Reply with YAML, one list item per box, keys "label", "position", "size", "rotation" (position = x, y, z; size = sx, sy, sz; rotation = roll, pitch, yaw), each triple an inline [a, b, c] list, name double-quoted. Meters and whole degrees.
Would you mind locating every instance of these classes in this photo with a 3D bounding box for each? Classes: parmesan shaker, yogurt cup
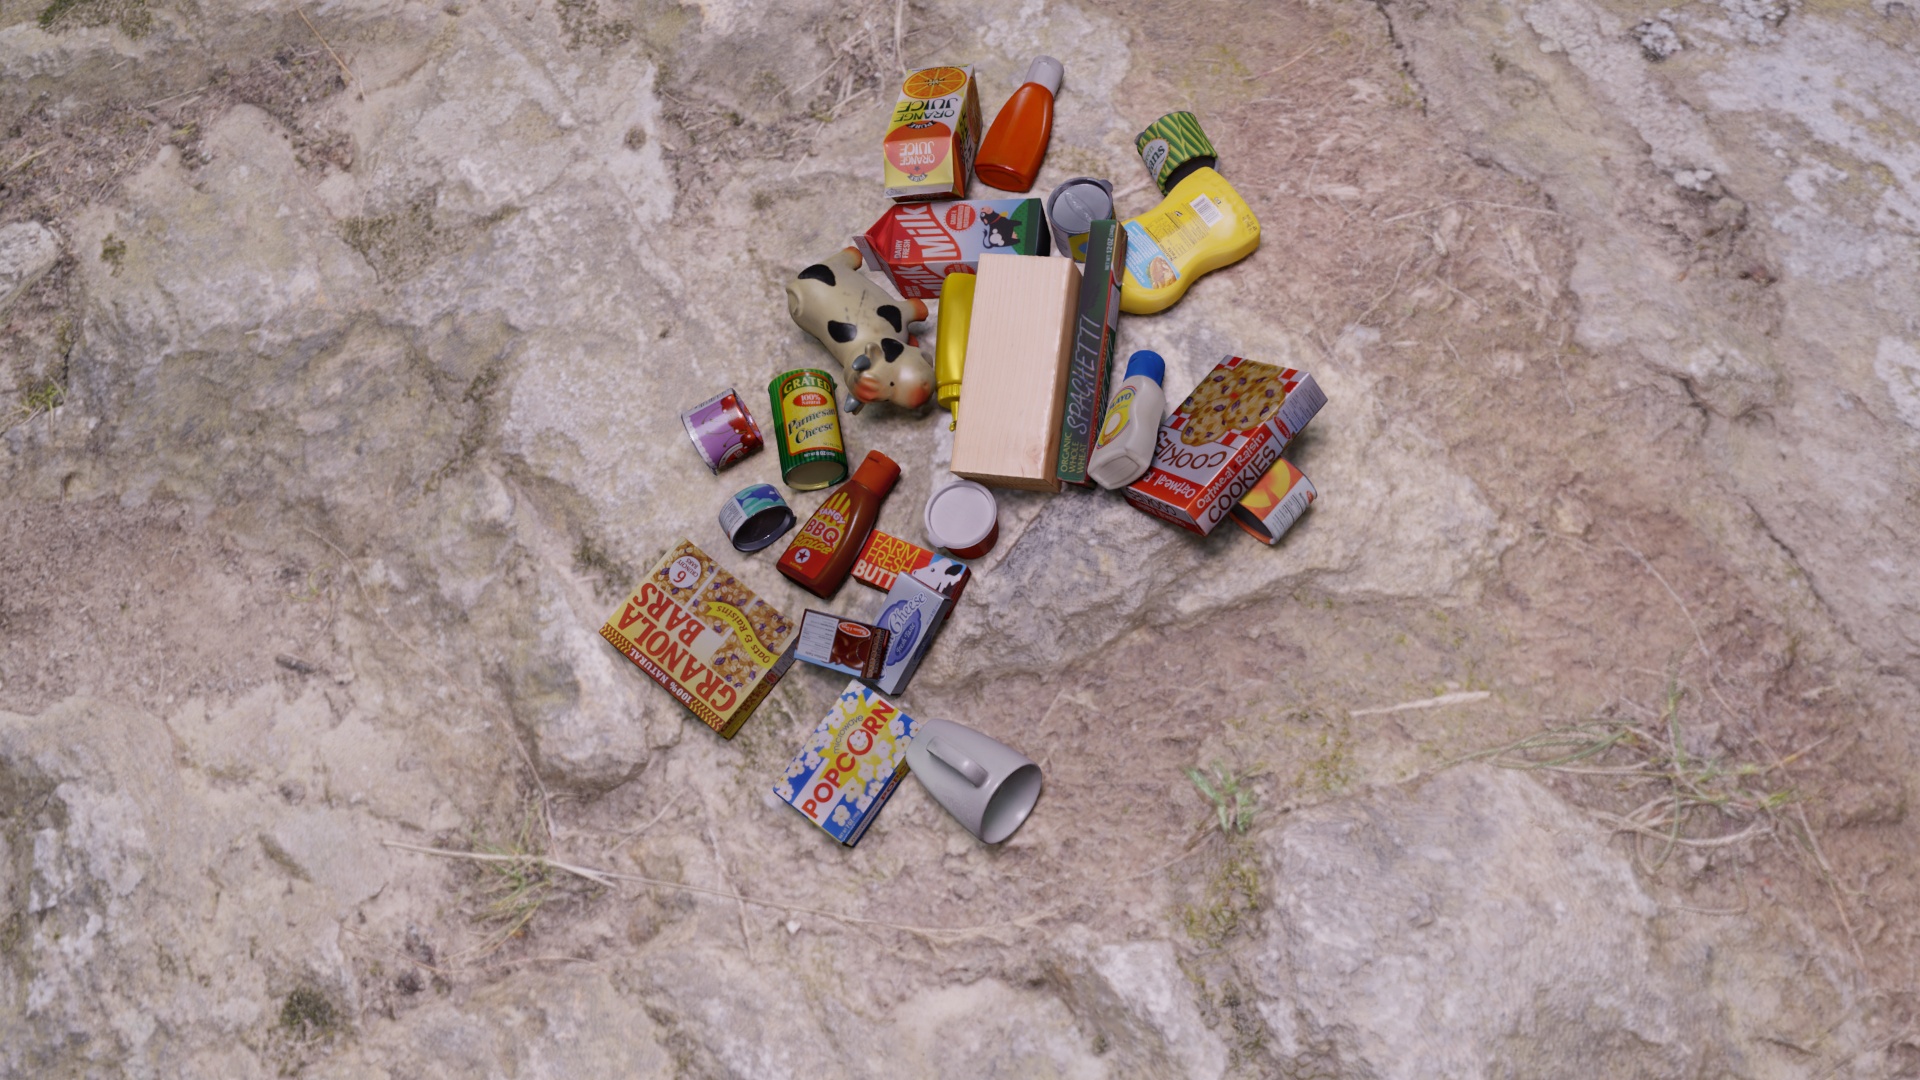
- label: "parmesan shaker"
  position: [-0.147, -0.110, 1.370]
  size: [0.071, 0.071, 0.103]
  rotation: [-15, 67, 7]
- label: "yogurt cup"
  position: [0.005, -0.016, 1.303]
  size: [0.072, 0.053, 0.072]
  rotation: [-4, 68, 11]

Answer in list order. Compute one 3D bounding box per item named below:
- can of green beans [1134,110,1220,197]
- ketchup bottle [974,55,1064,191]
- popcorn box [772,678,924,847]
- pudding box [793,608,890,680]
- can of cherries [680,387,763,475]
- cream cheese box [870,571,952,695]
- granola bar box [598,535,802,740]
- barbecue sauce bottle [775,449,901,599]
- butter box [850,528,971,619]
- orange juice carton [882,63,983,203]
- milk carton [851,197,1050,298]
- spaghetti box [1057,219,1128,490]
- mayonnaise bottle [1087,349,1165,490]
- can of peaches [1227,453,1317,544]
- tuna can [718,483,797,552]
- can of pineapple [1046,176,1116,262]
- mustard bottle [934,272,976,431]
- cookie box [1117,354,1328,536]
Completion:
- label: "can of green beans"
  position: [0.219, -0.386, 1.394]
  size: [0.071, 0.071, 0.058]
  rotation: [-24, 66, 3]
- label: "ketchup bottle"
  position: [0.068, -0.441, 1.462]
  size: [0.065, 0.043, 0.149]
  rotation: [17, 73, 18]
- label: "popcorn box"
  position: [-0.097, 0.200, 1.250]
  size: [0.085, 0.038, 0.127]
  rotation: [32, 79, 22]
- label: "pudding box"
  position: [-0.109, 0.095, 1.270]
  size: [0.084, 0.030, 0.049]
  rotation: [12, 86, 32]
- label: "can of cherries"
  position: [-0.237, -0.109, 1.391]
  size: [0.058, 0.071, 0.072]
  rotation: [-28, 66, 0]
- label: "cream cheese box"
  position: [-0.055, 0.085, 1.277]
  size: [0.053, 0.024, 0.103]
  rotation: [32, 98, 23]
- label: "granola bar box"
  position: [-0.244, 0.092, 1.326]
  size: [0.166, 0.039, 0.124]
  rotation: [35, 79, 22]
- label: "barbecue sauce bottle"
  position: [-0.112, -0.018, 1.336]
  size: [0.065, 0.043, 0.149]
  rotation: [26, 76, 37]
- label: "butter box"
  position: [-0.047, 0.031, 1.313]
  size: [0.103, 0.024, 0.053]
  rotation: [21, 75, 19]
- label: "orange juice carton"
  position: [-0.029, -0.406, 1.418]
  size: [0.072, 0.072, 0.194]
  rotation: [-1, 46, 13]
- label: "milk carton"
  position: [-0.009, -0.294, 1.406]
  size: [0.190, 0.072, 0.073]
  rotation: [1, 69, 13]
- label: "spaghetti box"
  position: [0.125, -0.174, 1.304]
  size: [0.029, 0.050, 0.250]
  rotation: [7, 88, 19]
- label: "mayonnaise bottle"
  position: [0.160, -0.116, 1.289]
  size: [0.064, 0.041, 0.149]
  rotation: [-34, 28, 45]
- label: "can of peaches"
  position: [0.274, -0.040, 1.246]
  size: [0.071, 0.071, 0.058]
  rotation: [39, 82, 23]
- label: "tuna can"
  position: [-0.196, -0.023, 1.347]
  size: [0.071, 0.071, 0.033]
  rotation: [-35, 65, -2]
- label: "can of pineapple"
  position: [0.125, -0.322, 1.394]
  size: [0.071, 0.057, 0.071]
  rotation: [-4, 69, 11]
- label: "mustard bottle"
  position: [-0.001, -0.181, 1.366]
  size: [0.049, 0.065, 0.160]
  rotation: [4, 74, -4]
- label: "cookie box"
  position: [0.232, -0.088, 1.254]
  size: [0.167, 0.040, 0.123]
  rotation: [-47, 29, -7]
